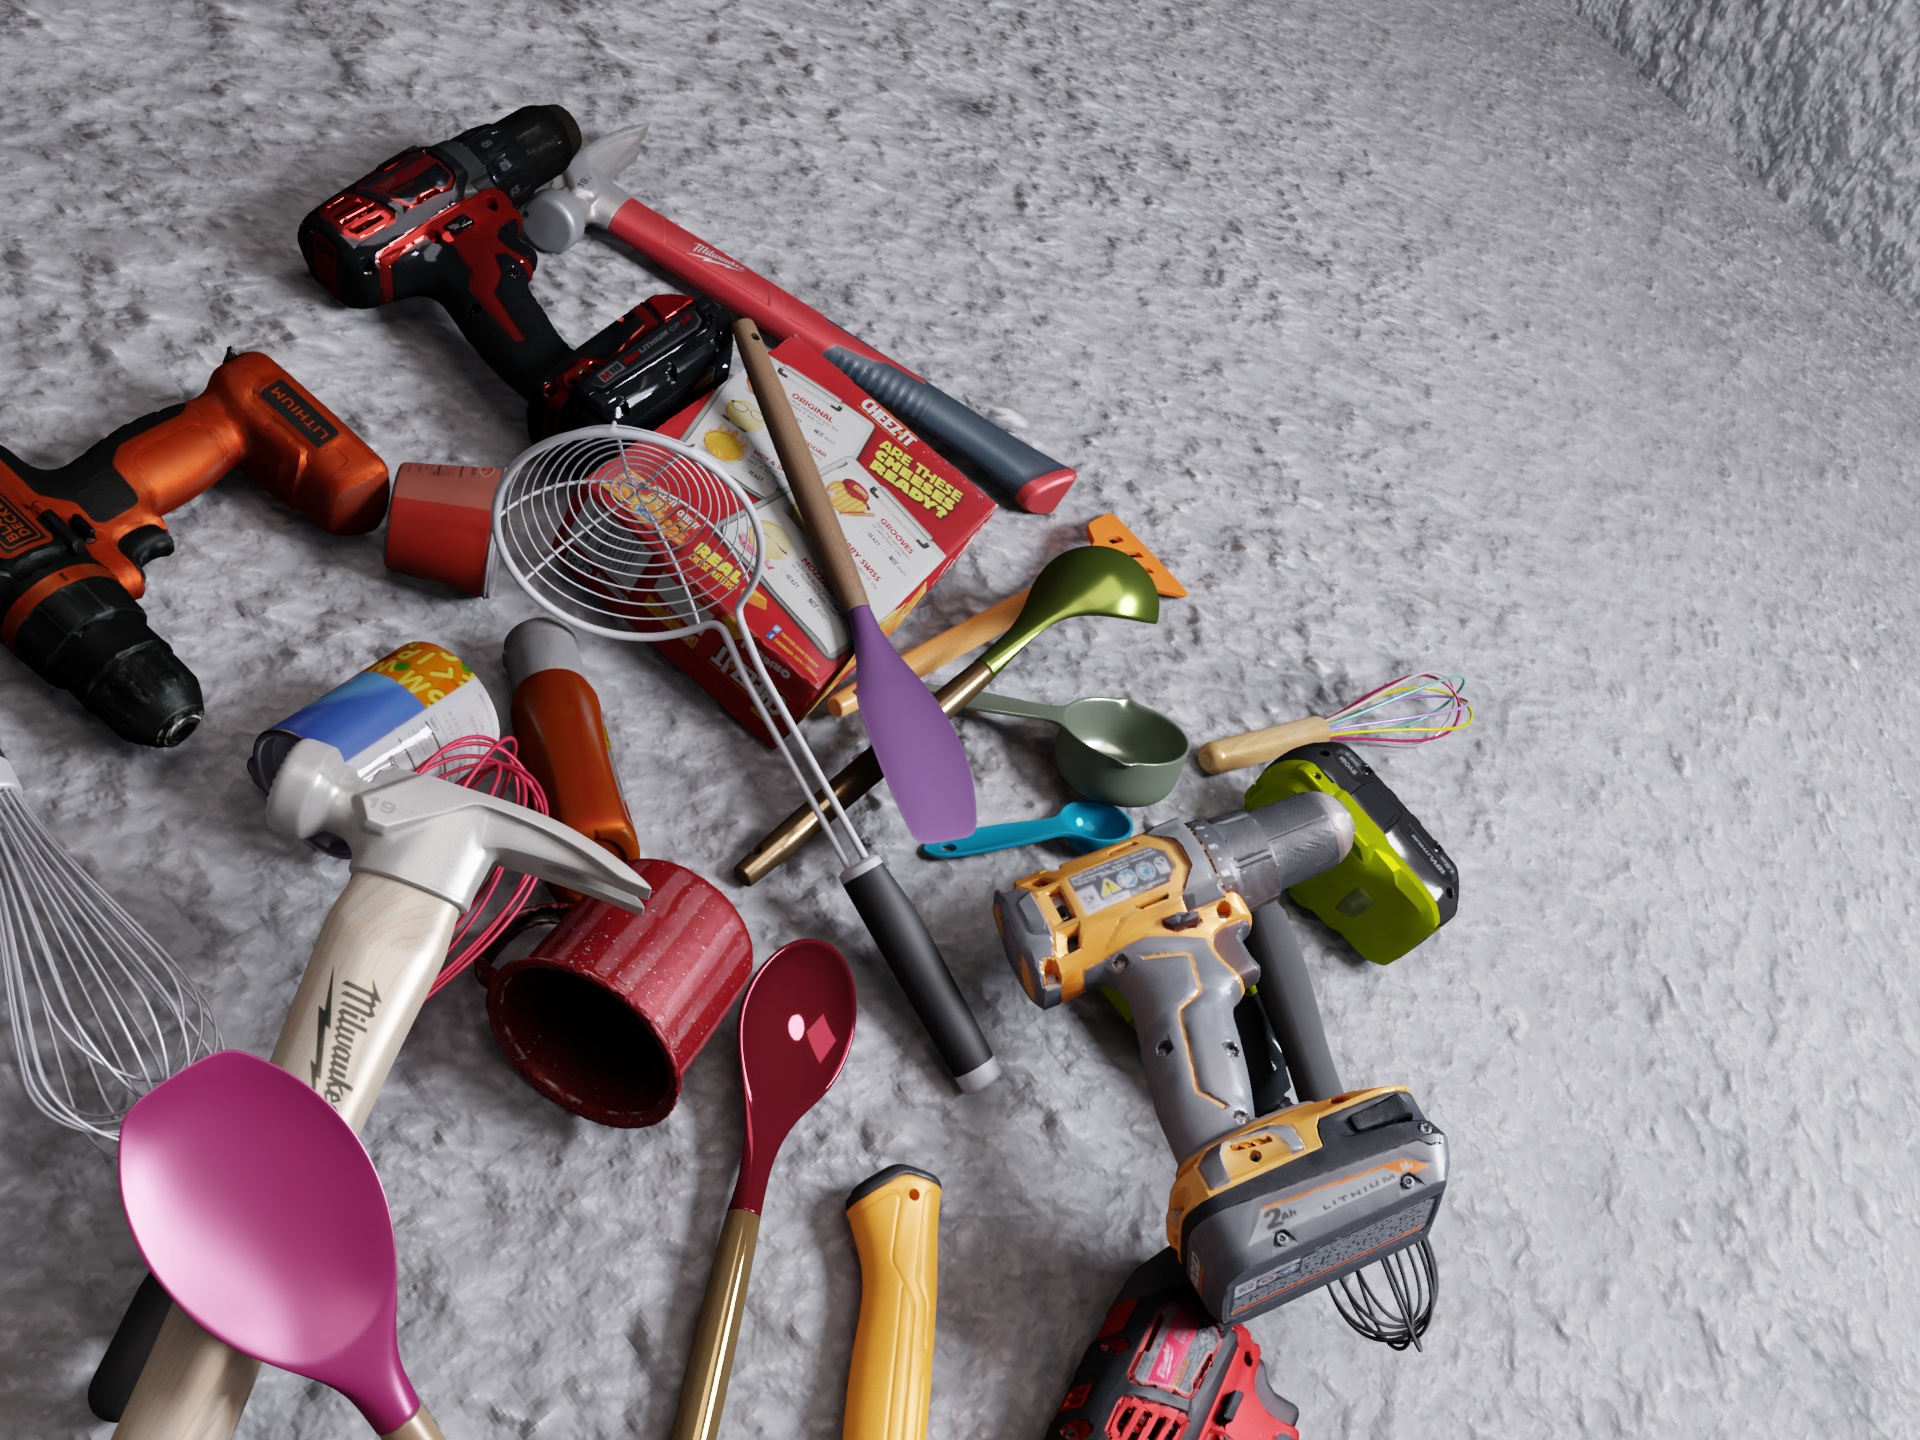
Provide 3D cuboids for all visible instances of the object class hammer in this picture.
[{"bbox_3d":[-0.028,0.336,0.614,0.127,0.034,0.337,19,47,-16],"label":"hammer"},{"bbox_3d":[-0.089,-0.261,1.058,0.386,0.038,0.143,31,43,-5],"label":"hammer"},{"bbox_3d":[-0.237,0.204,0.526,0.146,0.038,0.411,20,60,-7],"label":"hammer"}]

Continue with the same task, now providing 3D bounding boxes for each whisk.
[{"bbox_3d":[0.179,0.186,0.779,0.055,0.055,0.239,3,58,-30],"label":"whisk"},{"bbox_3d":[0.254,0.005,1.048,0.245,0.051,0.047,-12,67,-34],"label":"whisk"},{"bbox_3d":[-0.372,0.050,0.625,0.070,0.070,0.285,-21,63,-41],"label":"whisk"},{"bbox_3d":[-0.243,0.125,0.623,0.073,0.073,0.296,29,56,-8],"label":"whisk"}]

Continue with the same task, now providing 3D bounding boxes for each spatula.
[{"bbox_3d":[-0.062,-0.080,0.840,0.059,0.018,0.316,-7,68,-44],"label":"spatula"},{"bbox_3d":[0.034,-0.064,0.979,0.322,0.041,0.081,-30,73,-40],"label":"spatula"}]

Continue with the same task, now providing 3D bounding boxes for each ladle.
[{"bbox_3d":[-0.001,-0.003,0.876,0.078,0.062,0.320,17,47,42],"label":"ladle"},{"bbox_3d":[-0.094,0.232,0.662,0.069,0.031,0.316,42,41,-33],"label":"ladle"}]

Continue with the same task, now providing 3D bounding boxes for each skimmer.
[{"bbox_3d":[-0.091,0.026,0.753,0.363,0.127,0.090,60,27,1],"label":"skimmer"}]

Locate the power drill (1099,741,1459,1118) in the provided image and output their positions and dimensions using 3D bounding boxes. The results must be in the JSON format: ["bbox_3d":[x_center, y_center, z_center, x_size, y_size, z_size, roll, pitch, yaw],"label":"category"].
[{"bbox_3d":[0.173,0.116,0.887,0.223,0.080,0.171,-28,72,-38],"label":"power drill"}]

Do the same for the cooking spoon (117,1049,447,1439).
[{"bbox_3d":[-0.170,0.248,0.519,0.069,0.017,0.319,-35,102,-37],"label":"cooking spoon"}]

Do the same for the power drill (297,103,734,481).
[{"bbox_3d":[-0.236,-0.256,0.918,0.227,0.080,0.188,40,59,7],"label":"power drill"}]

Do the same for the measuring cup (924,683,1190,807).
[{"bbox_3d":[0.048,0.011,0.925,0.167,0.038,0.083,12,28,0],"label":"measuring cup"}]

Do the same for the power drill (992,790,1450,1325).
[{"bbox_3d":[0.139,0.138,0.742,0.185,0.084,0.226,-21,52,-10],"label":"power drill"}]

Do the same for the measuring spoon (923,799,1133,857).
[{"bbox_3d":[0.037,0.069,0.884,0.128,0.021,0.042,-7,32,-25],"label":"measuring spoon"}]

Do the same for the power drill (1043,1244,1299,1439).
[{"bbox_3d":[0.152,0.331,0.700,0.220,0.078,0.143,37,45,4],"label":"power drill"}]
